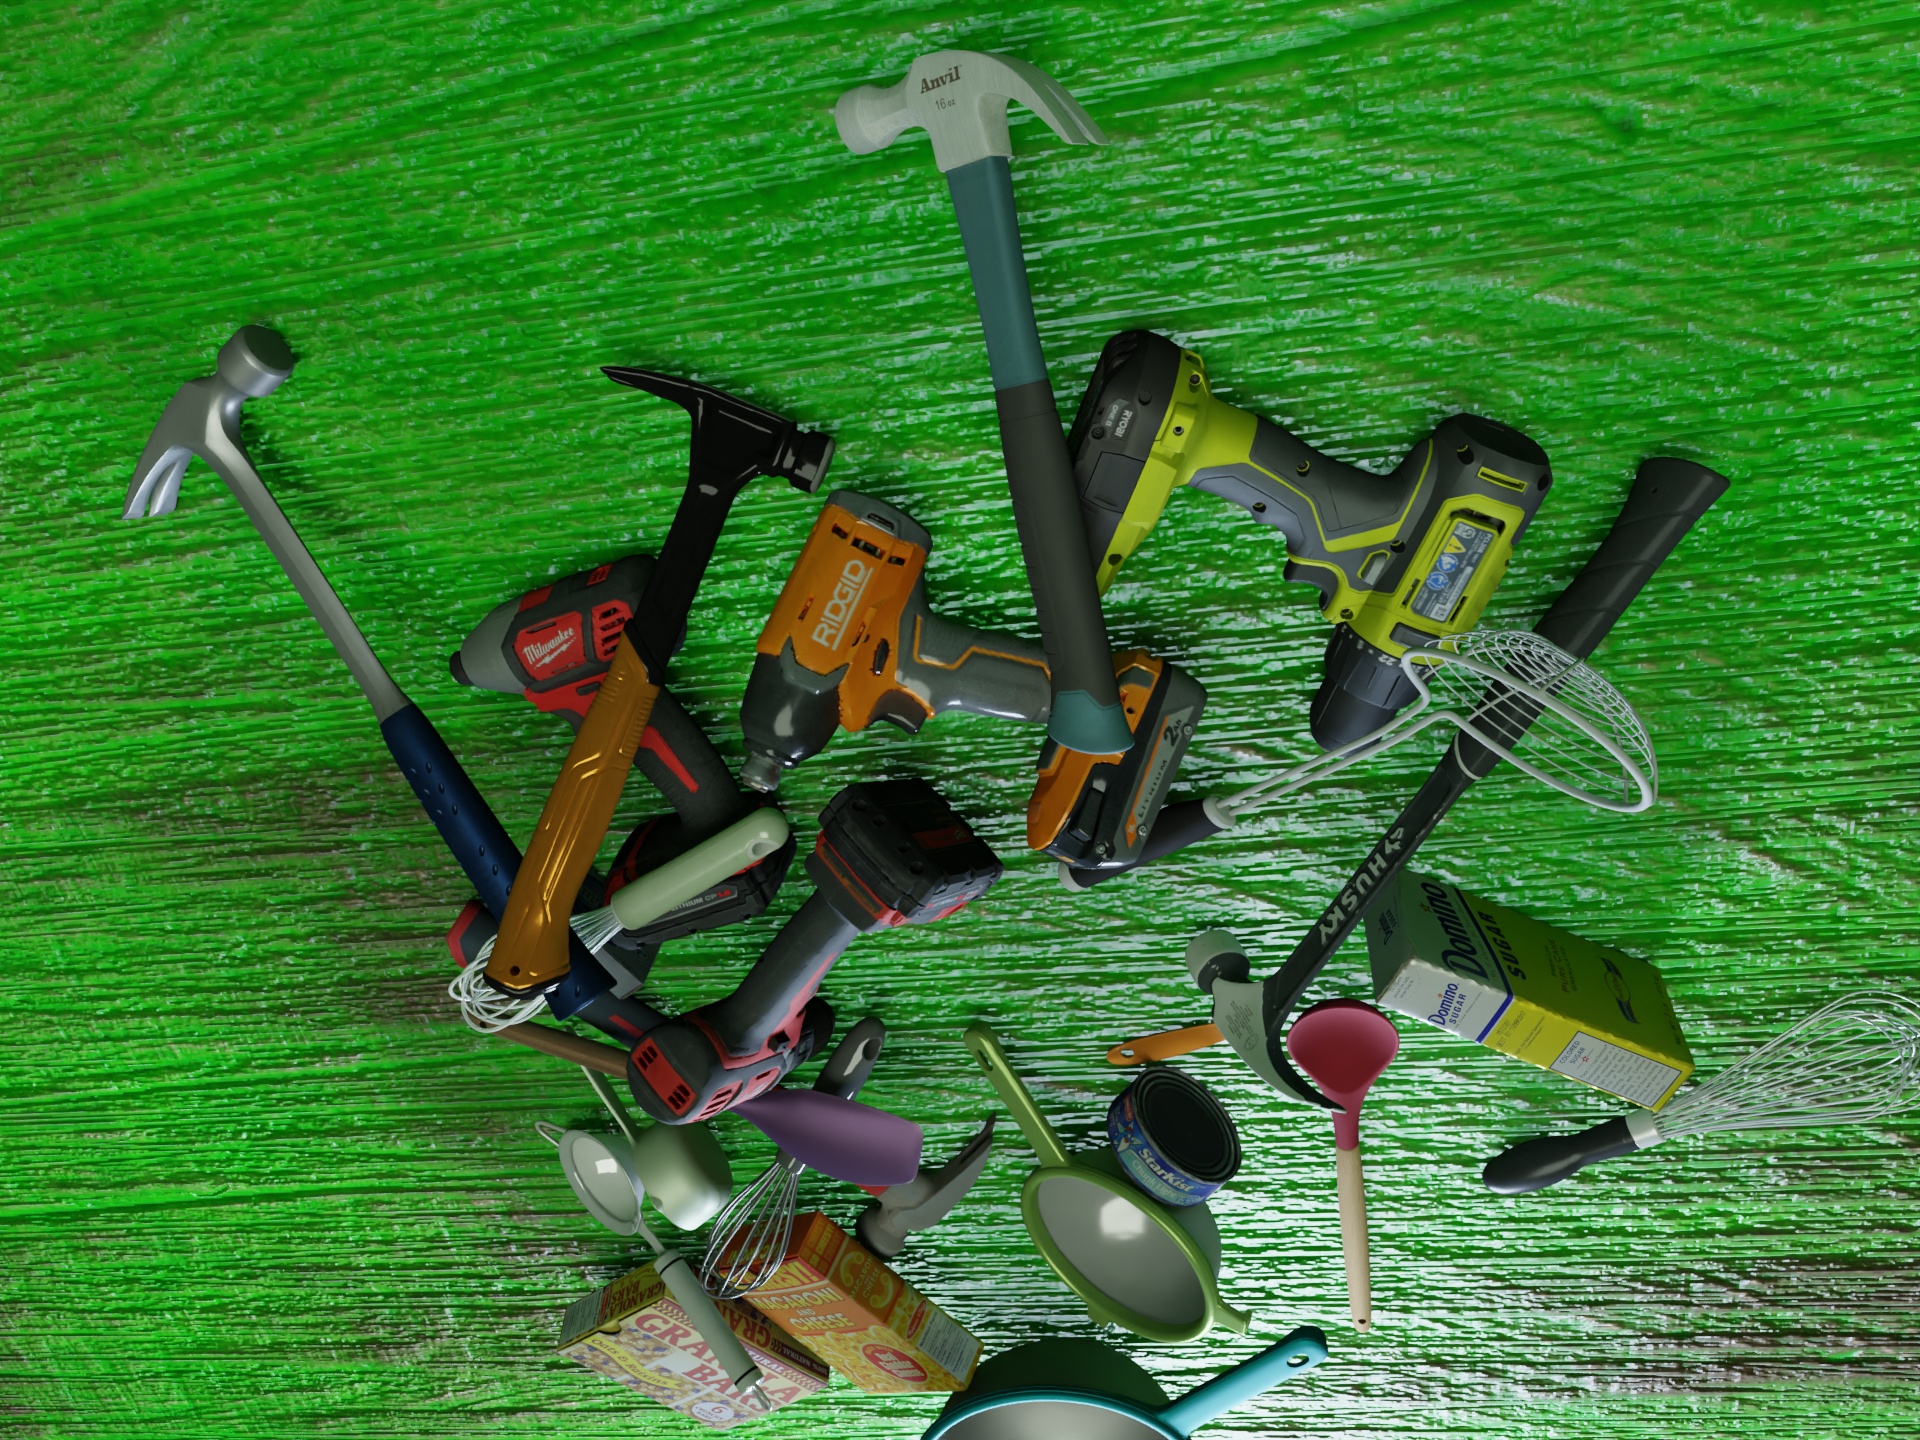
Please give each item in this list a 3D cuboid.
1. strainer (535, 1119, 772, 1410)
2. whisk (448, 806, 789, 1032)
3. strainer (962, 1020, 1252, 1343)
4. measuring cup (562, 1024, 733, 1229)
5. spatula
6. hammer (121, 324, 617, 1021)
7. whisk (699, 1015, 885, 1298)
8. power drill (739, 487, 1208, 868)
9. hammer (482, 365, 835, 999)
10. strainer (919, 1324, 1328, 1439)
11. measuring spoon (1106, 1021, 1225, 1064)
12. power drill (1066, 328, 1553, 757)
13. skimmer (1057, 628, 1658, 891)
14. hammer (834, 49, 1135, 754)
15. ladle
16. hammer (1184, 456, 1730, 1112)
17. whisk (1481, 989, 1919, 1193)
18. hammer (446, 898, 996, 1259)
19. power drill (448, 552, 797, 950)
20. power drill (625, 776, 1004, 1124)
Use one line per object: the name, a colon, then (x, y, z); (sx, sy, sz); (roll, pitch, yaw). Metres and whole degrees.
strainer: (-0.206, 0.369, 1.104); (0.259, 0.050, 0.086); (48, 137, 21)
whisk: (-0.198, 0.112, 0.914); (0.246, 0.059, 0.057); (-30, 143, 18)
strainer: (0.090, 0.292, 1.055); (0.151, 0.069, 0.256); (-24, 101, 50)
measuring cup: (-0.213, 0.270, 1.091); (0.038, 0.083, 0.167); (-32, 96, 6)
spatula: (-0.175, 0.236, 1.021); (0.316, 0.018, 0.059); (15, 110, 11)
hammer: (-0.322, -0.010, 0.883); (0.144, 0.035, 0.405); (-33, 90, 27)
whisk: (-0.107, 0.289, 1.043); (0.055, 0.055, 0.239); (27, 107, -8)
power drill: (-0.001, -0.003, 0.847); (0.226, 0.084, 0.164); (27, 81, -8)
hammer: (-0.184, -0.016, 0.838); (0.127, 0.034, 0.337); (21, 90, -3)
strainer: (0.119, 0.485, 1.143); (0.340, 0.095, 0.210); (-39, 111, 24)
measuring spoon: (0.147, 0.202, 1.023); (0.117, 0.011, 0.021); (-20, 115, 23)
power drill: (0.158, -0.087, 0.814); (0.228, 0.080, 0.190); (19, 122, -5)
skimmer: (0.177, 0.049, 0.824); (0.127, 0.090, 0.363); (37, 137, -24)
hammer: (0.031, -0.144, 0.748); (0.128, 0.033, 0.331); (-4, 103, 38)
ladle: (0.258, 0.298, 1.050); (0.069, 0.031, 0.315); (-3, 121, 14)
hammer: (0.263, 0.035, 0.851); (0.036, 0.149, 0.408); (19, 116, -27)
whisk: (0.450, 0.237, 0.972); (0.284, 0.070, 0.070); (-30, 112, 28)
hammer: (-0.162, 0.224, 1.065); (0.386, 0.038, 0.143); (34, 118, -11)
power drill: (-0.197, 0.019, 0.932); (0.143, 0.079, 0.219); (-16, 113, 17)
power drill: (-0.079, 0.140, 0.947); (0.080, 0.188, 0.226); (46, 106, 16)
